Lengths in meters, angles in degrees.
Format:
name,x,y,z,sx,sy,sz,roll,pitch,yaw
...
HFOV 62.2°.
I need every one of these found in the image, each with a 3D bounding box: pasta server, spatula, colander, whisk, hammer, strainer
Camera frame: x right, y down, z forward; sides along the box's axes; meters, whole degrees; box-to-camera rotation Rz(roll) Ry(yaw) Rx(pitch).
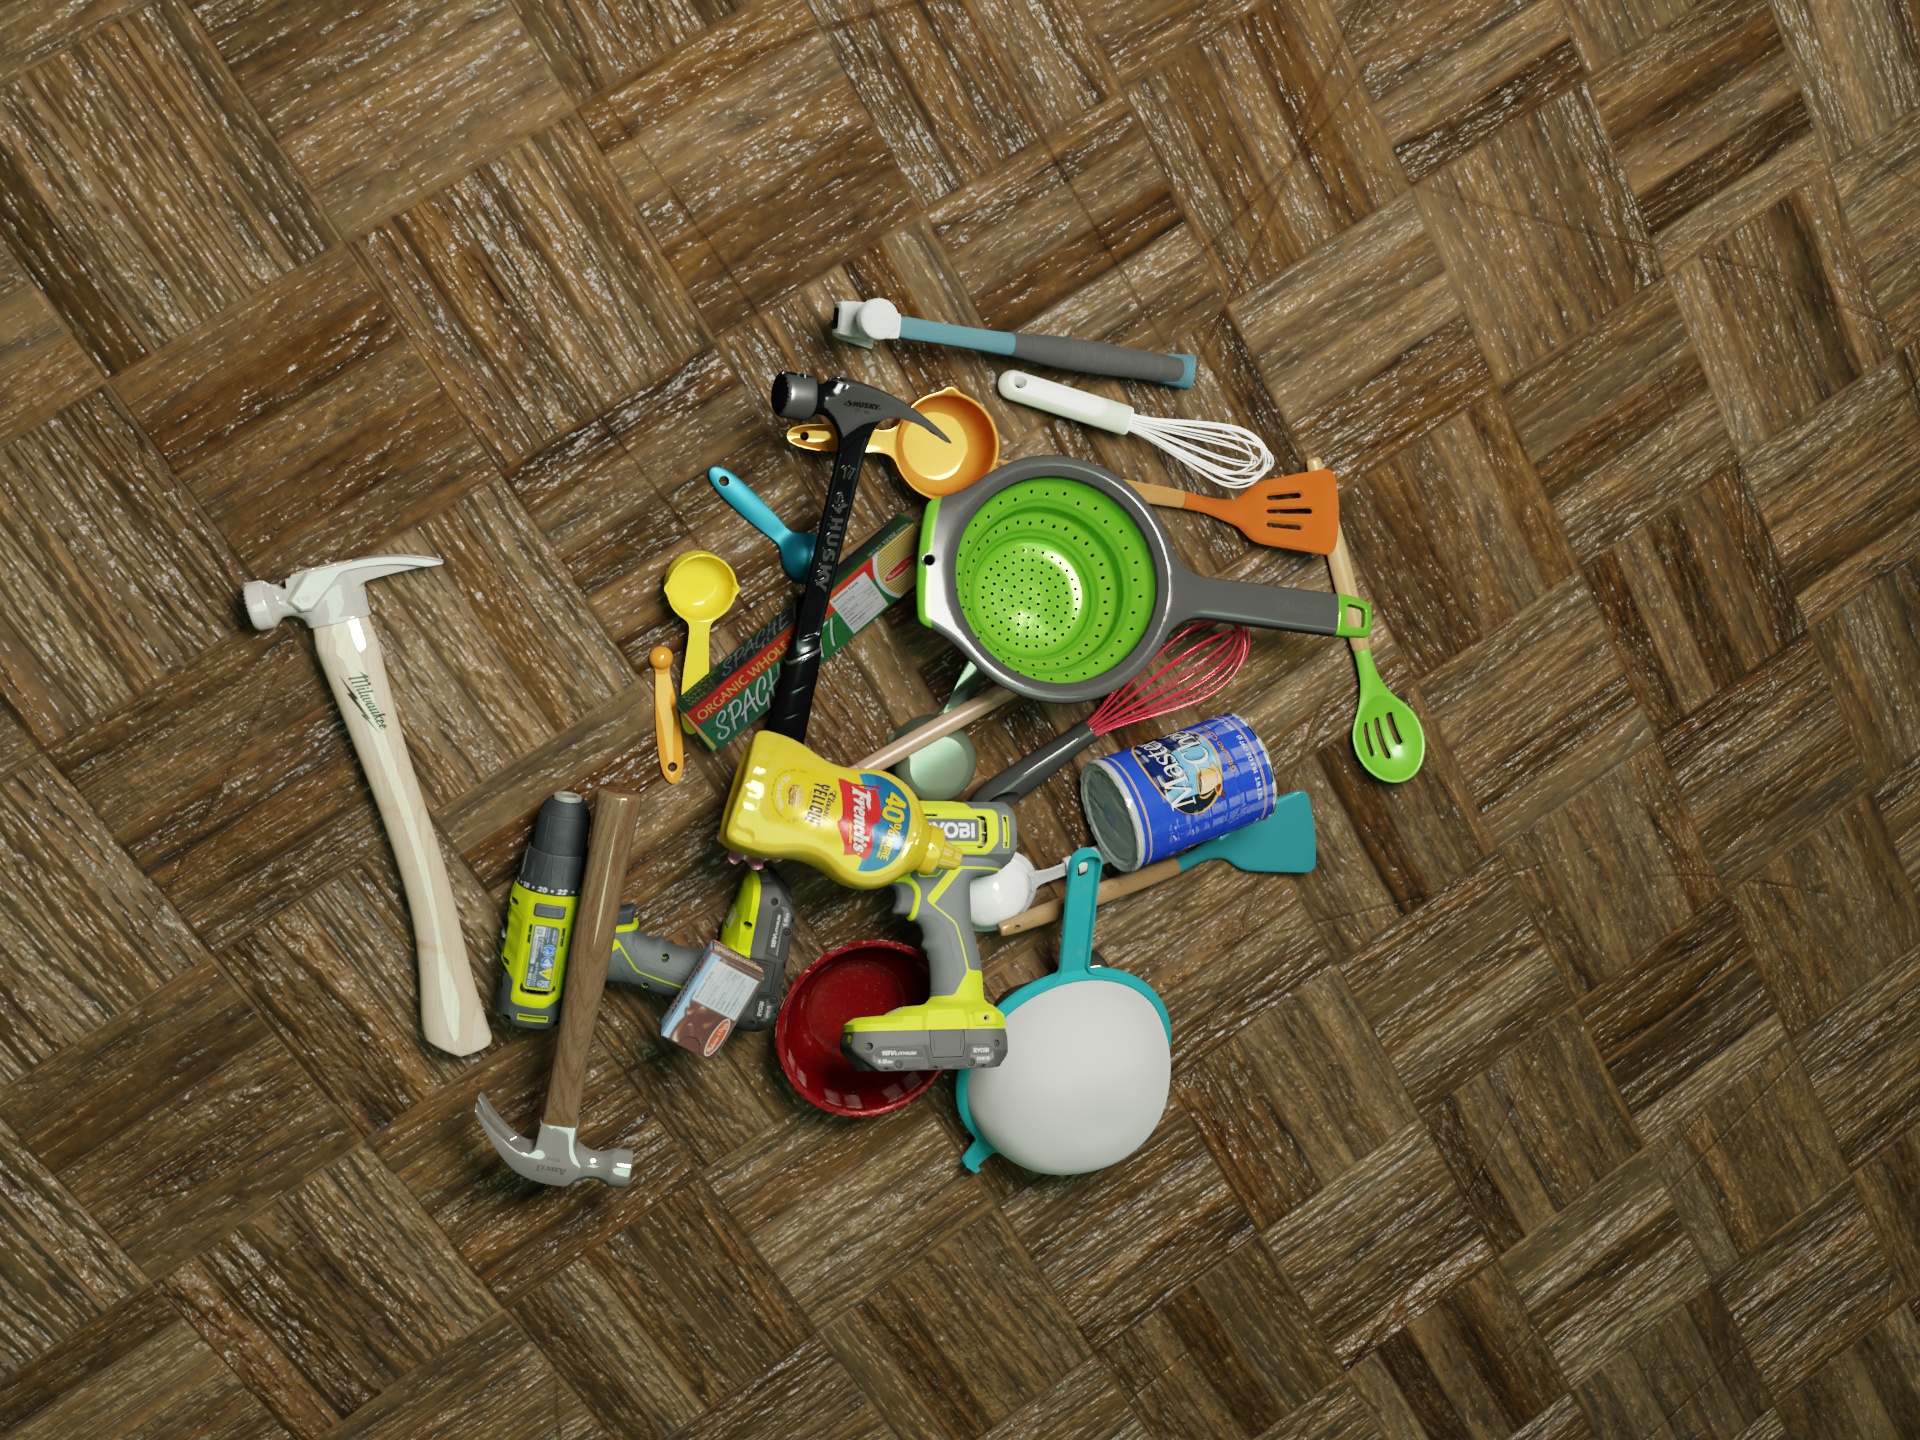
name,x,y,z,sx,sy,sz,roll,pitch,yaw
pasta server,-0.059,0.030,1.321,0.316,0.040,0.060,-29,95,-13
spatula,0.174,-0.199,1.379,0.322,0.041,0.081,7,75,-15
colander,0.149,-0.102,1.345,0.397,0.094,0.204,6,82,-13
whisk,0.130,-0.004,1.400,0.296,0.073,0.073,-35,108,0
hammer,0.052,-0.304,1.295,0.331,0.128,0.033,2,101,-25
strainer,0.092,0.134,1.425,0.258,0.050,0.086,-20,121,-14
whisk,0.149,-0.251,1.346,0.246,0.059,0.058,16,72,-7
hammer,-0.302,0.213,1.262,0.130,0.031,0.331,10,100,-12
spatula,0.178,0.140,1.433,0.317,0.044,0.082,-17,110,-22
hammer,-0.118,-0.072,1.282,0.149,0.036,0.408,2,114,-32
strainer,0.111,0.275,1.381,0.211,0.095,0.340,-7,120,-18
hammer,-0.434,0.073,1.267,0.146,0.038,0.410,-15,105,-14

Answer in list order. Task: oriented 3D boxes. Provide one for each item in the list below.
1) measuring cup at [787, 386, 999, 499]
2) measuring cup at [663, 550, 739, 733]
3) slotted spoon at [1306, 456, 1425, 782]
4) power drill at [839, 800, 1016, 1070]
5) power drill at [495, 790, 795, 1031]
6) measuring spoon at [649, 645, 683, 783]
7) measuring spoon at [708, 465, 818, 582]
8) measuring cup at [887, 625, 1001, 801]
name,x,y,z,sx,sy,sz,roll,pitch,yaw
measuring cup,-0.058,-0.228,1.304,0.173,0.052,0.095,2,100,-12
measuring cup,-0.219,-0.065,1.309,0.062,0.029,0.156,-2,114,-23
slotted spoon,0.364,-0.091,1.462,0.070,0.031,0.313,-21,104,-11
power drill,-0.039,0.178,1.326,0.171,0.080,0.223,2,77,-15
power drill,-0.258,0.165,1.314,0.228,0.080,0.190,10,99,-14
measuring spoon,-0.243,-0.003,1.317,0.021,0.011,0.117,-7,103,-14
measuring spoon,-0.157,-0.162,1.303,0.128,0.021,0.042,43,88,-20
measuring cup,-0.002,-0.004,1.369,0.083,0.038,0.167,26,95,-19
